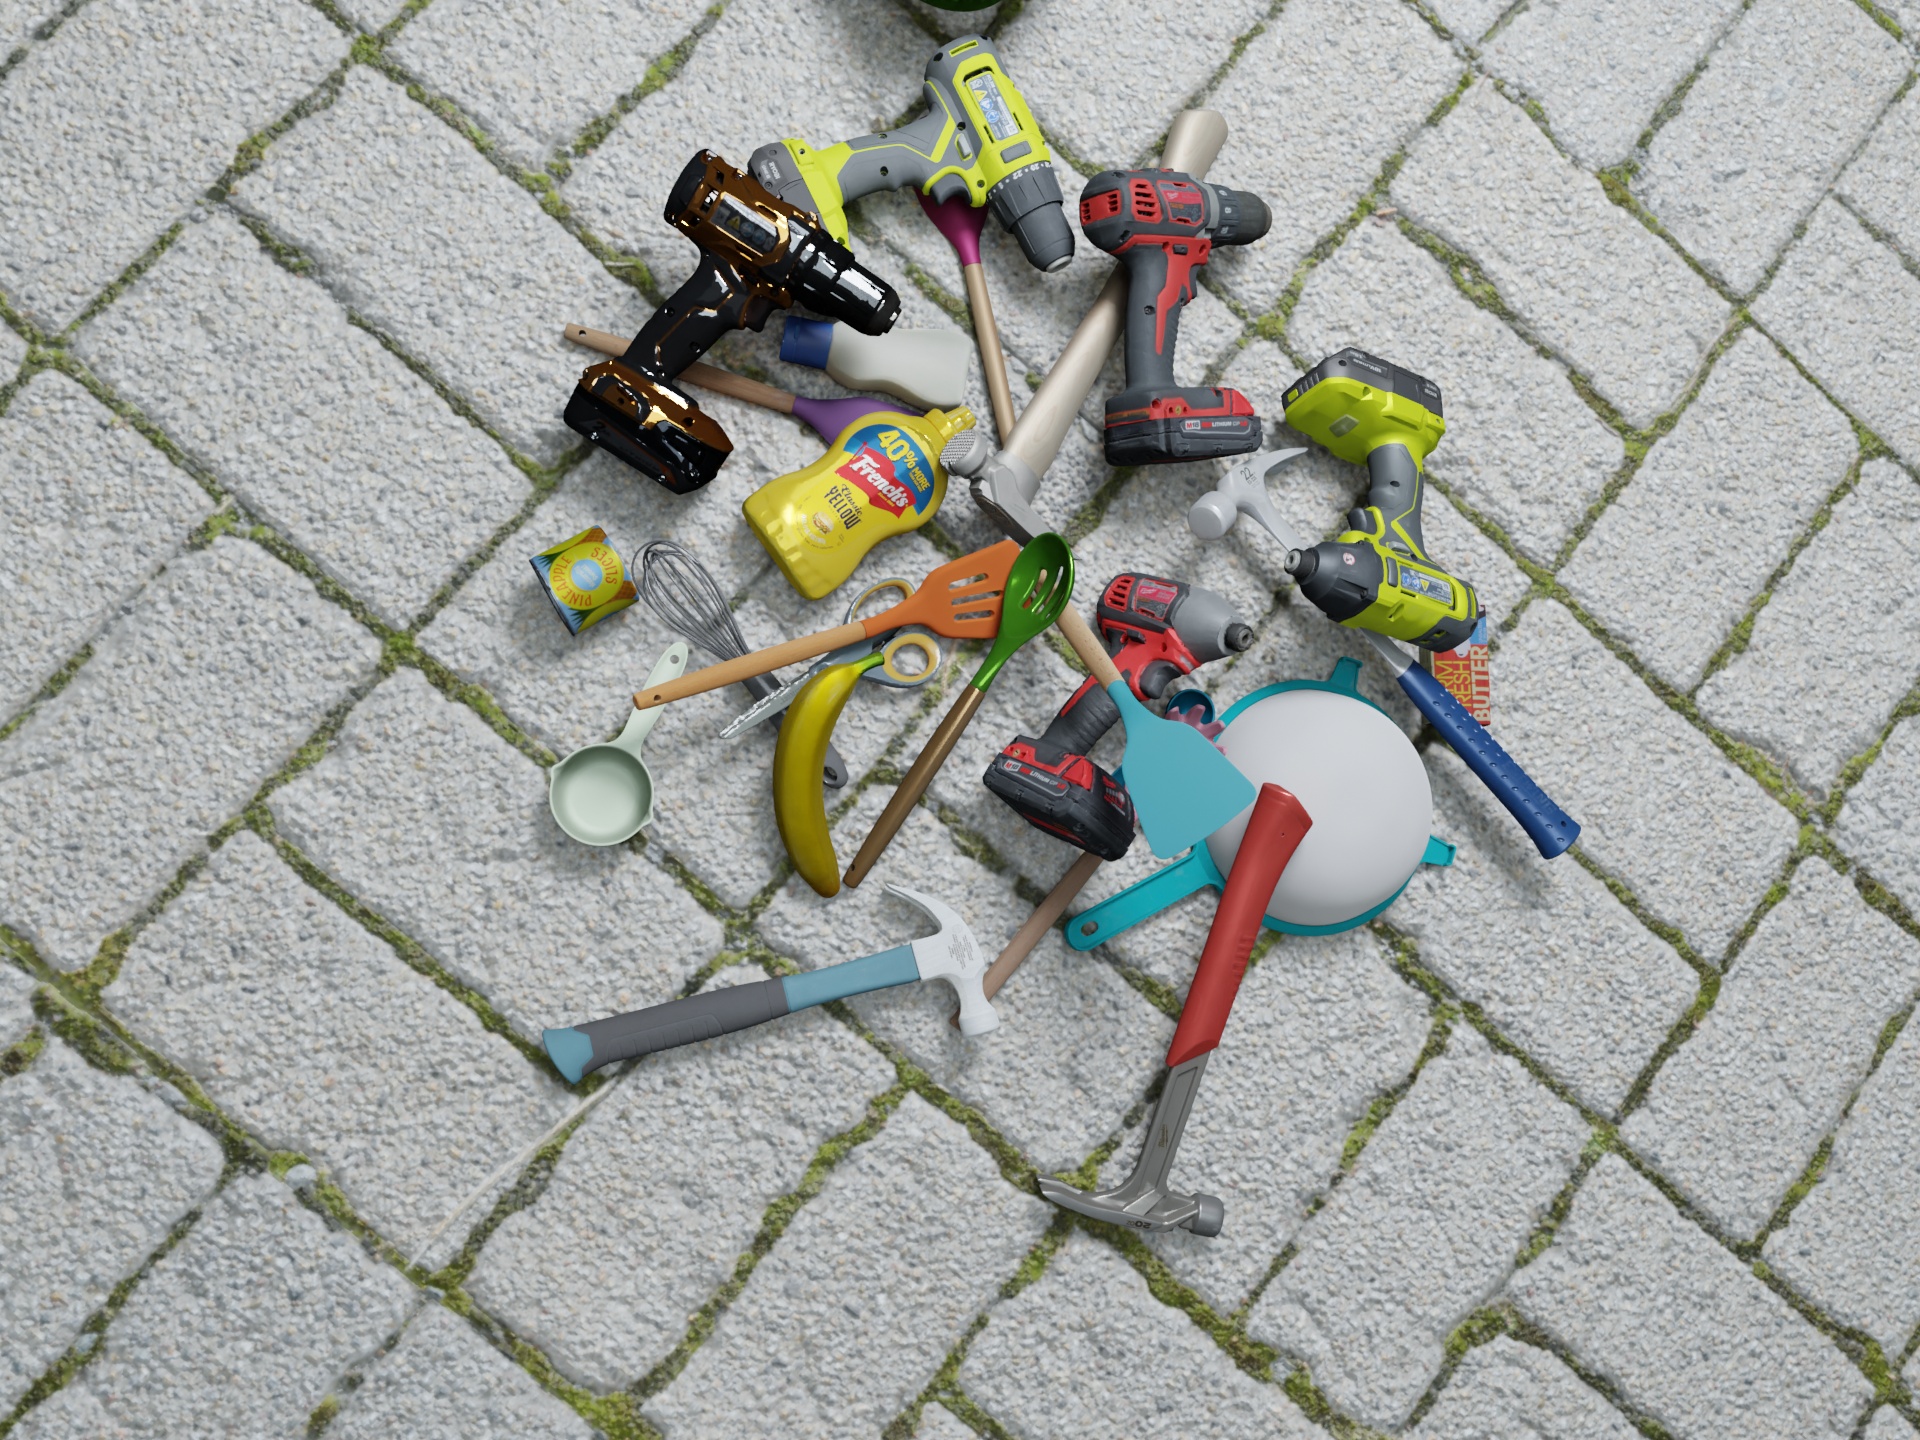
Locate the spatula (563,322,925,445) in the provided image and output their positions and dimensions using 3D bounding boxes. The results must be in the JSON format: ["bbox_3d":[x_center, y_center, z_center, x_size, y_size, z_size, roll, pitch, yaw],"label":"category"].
[{"bbox_3d":[-0.157,-0.255,1.255,0.316,0.018,0.060,17,85,-9],"label":"spatula"}]

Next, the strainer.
[{"bbox_3d":[0.239,0.095,1.255,0.340,0.095,0.211,-27,90,-14],"label":"strainer"}]

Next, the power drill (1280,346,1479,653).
[{"bbox_3d":[0.323,-0.175,1.262,0.171,0.080,0.223,15,61,-26],"label":"power drill"}]

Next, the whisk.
[{"bbox_3d":[-0.166,-0.040,1.219,0.055,0.055,0.239,-40,97,-12],"label":"whisk"}]

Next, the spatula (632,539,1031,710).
[{"bbox_3d":[-0.091,-0.060,1.195,0.322,0.041,0.081,-20,112,-27],"label":"spatula"}]

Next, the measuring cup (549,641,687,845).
[{"bbox_3d":[-0.249,0.017,1.200,0.083,0.038,0.168,28,78,-7],"label":"measuring cup"}]

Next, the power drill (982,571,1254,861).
[{"bbox_3d":[0.127,-0.011,1.222,0.078,0.143,0.220,41,77,-38],"label":"power drill"}]

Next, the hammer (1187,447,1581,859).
[{"bbox_3d":[0.355,-0.054,1.287,0.405,0.035,0.144,48,50,-1],"label":"hammer"}]

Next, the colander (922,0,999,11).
[{"bbox_3d":[-0.003,-0.717,1.309,0.204,0.094,0.397,2,66,-10],"label":"colander"}]

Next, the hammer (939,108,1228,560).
[{"bbox_3d":[0.128,-0.326,1.295,0.146,0.038,0.411,40,70,-35],"label":"hammer"}]

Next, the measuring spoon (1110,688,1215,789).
[{"bbox_3d":[0.153,0.024,1.289,0.128,0.021,0.042,-43,105,-3],"label":"measuring spoon"}]

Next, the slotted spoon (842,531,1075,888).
[{"bbox_3d":[-0.002,-0.004,1.221,0.031,0.070,0.314,29,95,-44],"label":"slotted spoon"}]

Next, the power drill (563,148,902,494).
[{"bbox_3d":[-0.169,-0.279,1.186,0.185,0.084,0.226,32,102,-6],"label":"power drill"}]

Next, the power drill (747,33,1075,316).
[{"bbox_3d":[-0.034,-0.412,1.255,0.228,0.080,0.190,-26,90,-8],"label":"power drill"}]

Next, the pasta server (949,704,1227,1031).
[{"bbox_3d":[0.096,0.117,1.246,0.060,0.040,0.316,40,83,1],"label":"pasta server"}]

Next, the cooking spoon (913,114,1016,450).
[{"bbox_3d":[0.016,-0.346,1.298,0.068,0.017,0.319,-11,85,-12],"label":"cooking spoon"}]

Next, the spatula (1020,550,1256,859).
[{"bbox_3d":[0.108,-0.032,1.180,0.082,0.318,0.044,-35,134,6],"label":"spatula"}]

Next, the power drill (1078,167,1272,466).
[{"bbox_3d":[0.184,-0.323,1.270,0.188,0.080,0.226,-10,97,-38],"label":"power drill"}]

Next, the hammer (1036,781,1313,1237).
[{"bbox_3d":[0.180,0.218,1.215,0.149,0.037,0.359,16,97,-10],"label":"hammer"}]

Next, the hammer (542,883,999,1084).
[{"bbox_3d":[-0.144,0.211,1.194,0.331,0.033,0.128,-13,78,-10],"label":"hammer"}]
